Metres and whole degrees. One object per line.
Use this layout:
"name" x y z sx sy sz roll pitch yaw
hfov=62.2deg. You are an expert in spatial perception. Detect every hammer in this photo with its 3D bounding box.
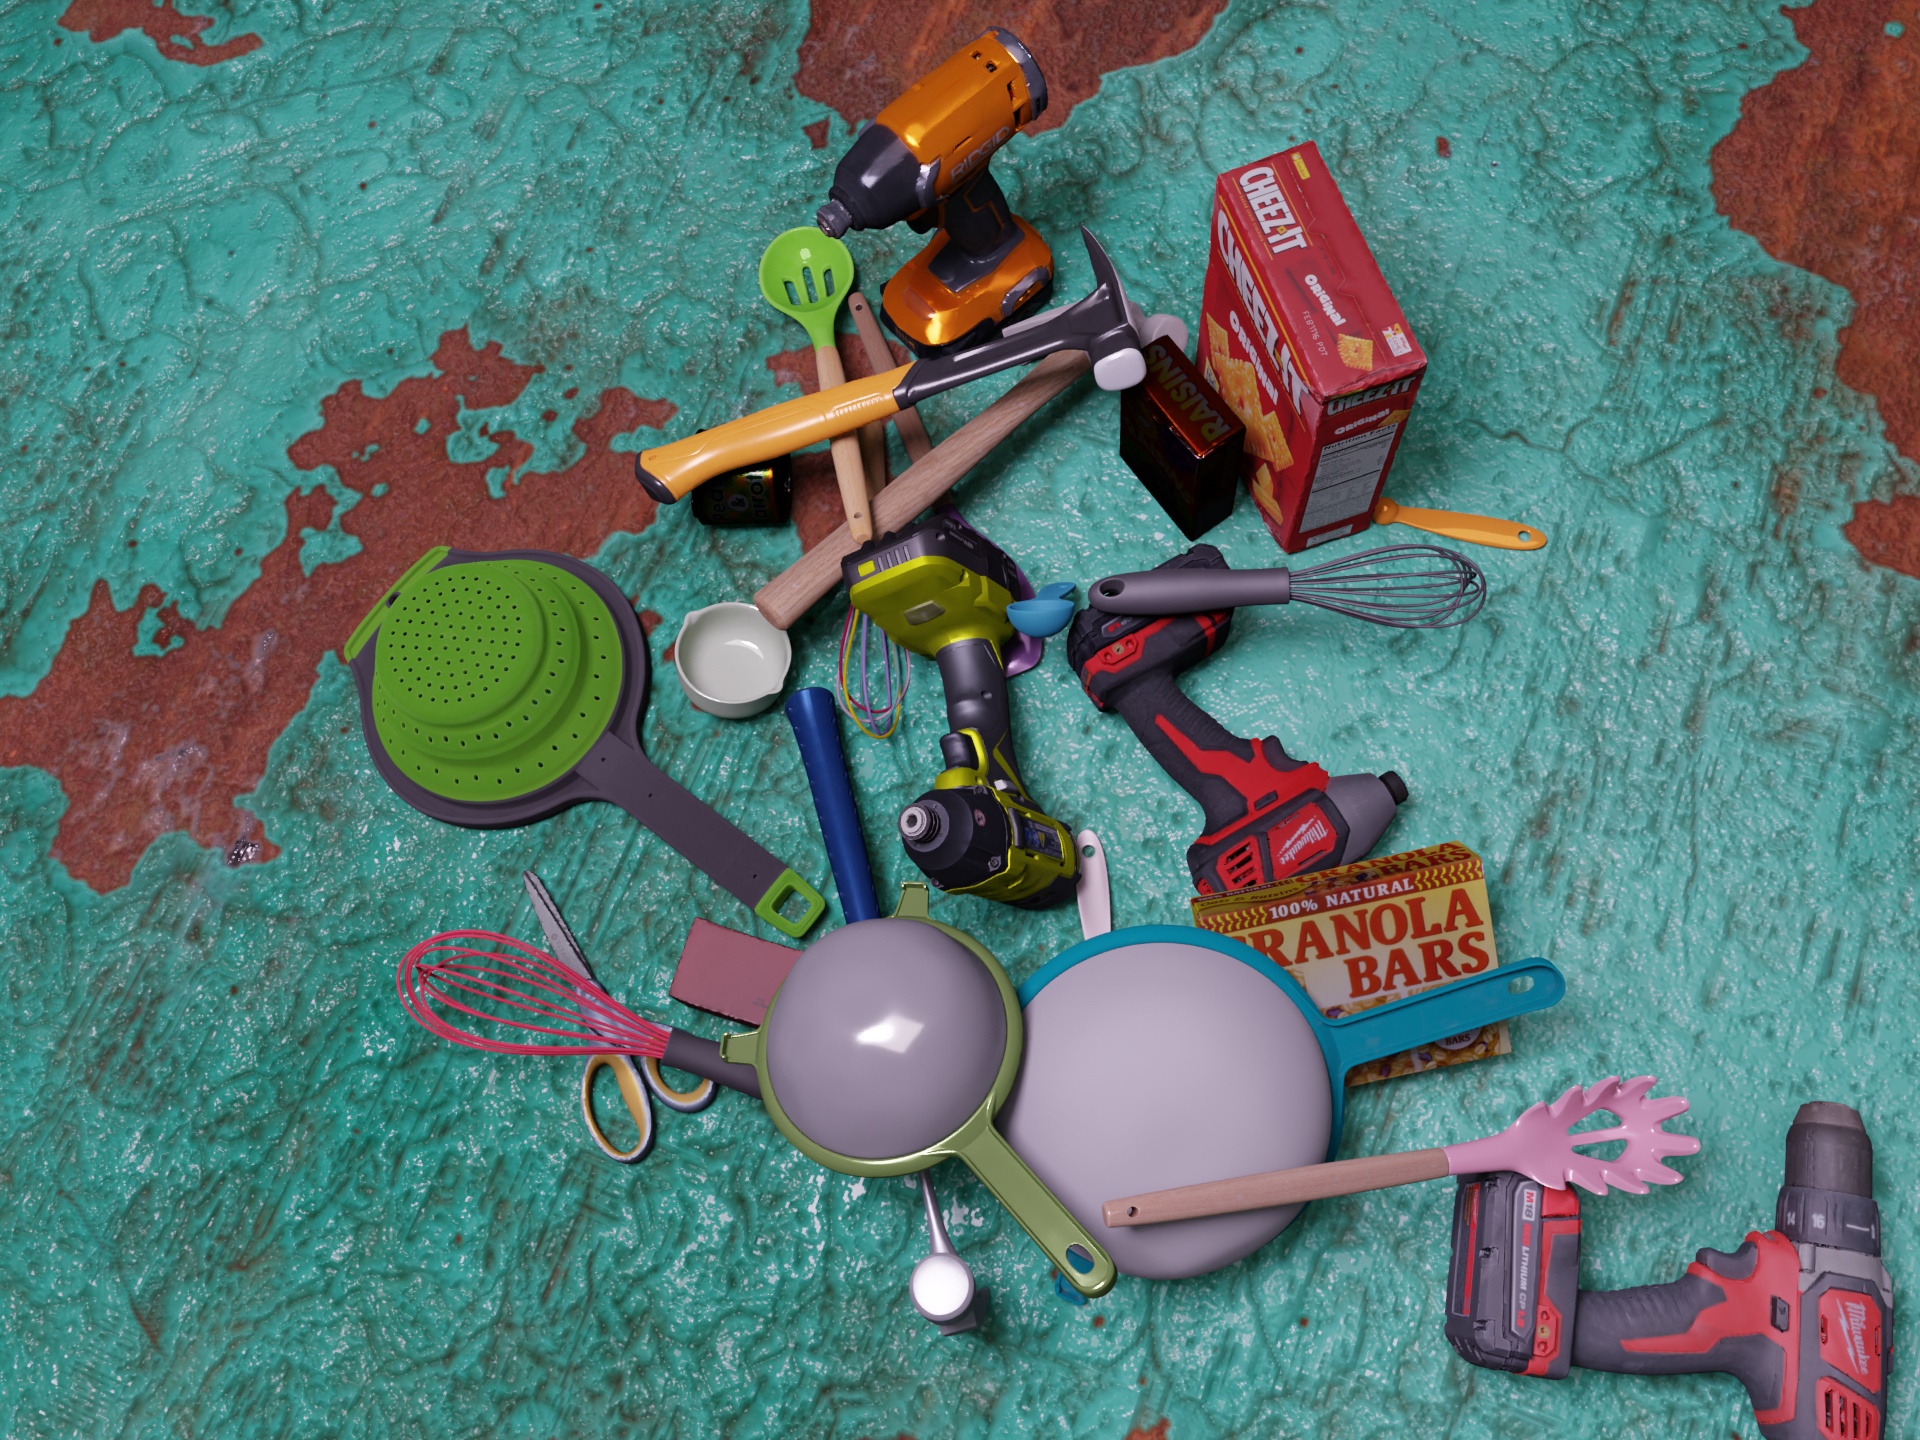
"hammer" -0.053 -0.215 1.025 0.337 0.034 0.127 -17 52 10
"hammer" -0.049 0.163 0.960 0.035 0.144 0.406 -15 62 -2
"hammer" -0.006 -0.175 1.057 0.331 0.031 0.130 -42 38 -13

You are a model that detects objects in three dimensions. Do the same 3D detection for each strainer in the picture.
"strainer" -0.013 0.192 0.826 0.151 0.069 0.257 -39 56 -13
"strainer" 0.173 0.205 0.870 0.340 0.095 0.211 -20 97 7

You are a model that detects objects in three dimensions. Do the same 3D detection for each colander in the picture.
"colander" -0.252 0.008 1.031 0.397 0.094 0.204 35 78 16

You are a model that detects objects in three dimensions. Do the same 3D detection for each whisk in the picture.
"whisk" -0.196 0.191 0.964 0.296 0.073 0.073 18 74 -4
"whisk" 0.197 -0.078 0.964 0.239 0.055 0.055 -2 71 7
"whisk" -0.061 -0.102 1.073 0.047 0.051 0.245 6 64 -20

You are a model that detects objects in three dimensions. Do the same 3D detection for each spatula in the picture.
"spatula" -0.018 -0.170 1.108 0.060 0.018 0.316 -24 72 3

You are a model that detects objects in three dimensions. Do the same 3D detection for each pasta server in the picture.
"pasta server" 0.229 0.233 0.828 0.316 0.040 0.060 -6 74 -10

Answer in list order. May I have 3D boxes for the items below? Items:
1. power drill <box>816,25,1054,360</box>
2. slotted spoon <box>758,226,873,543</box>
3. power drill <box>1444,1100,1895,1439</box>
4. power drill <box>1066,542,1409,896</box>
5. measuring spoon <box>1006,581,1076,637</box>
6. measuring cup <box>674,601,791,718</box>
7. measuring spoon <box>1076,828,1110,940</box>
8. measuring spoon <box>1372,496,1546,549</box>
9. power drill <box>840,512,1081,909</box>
"power drill" -0.015 -0.326 1.050 0.164 0.226 0.084 -41 72 -8
"slotted spoon" -0.090 -0.234 1.090 0.070 0.031 0.314 -14 52 1
"power drill" 0.396 0.292 0.880 0.226 0.080 0.188 9 73 6
"power drill" 0.172 0.007 1.001 0.143 0.078 0.220 -29 74 -4
"measuring spoon" 0.059 -0.071 1.022 0.042 0.128 0.021 0 103 13
"measuring cup" -0.124 -0.066 1.081 0.083 0.038 0.167 39 62 11
"measuring spoon" 0.086 0.128 1.001 0.034 0.018 0.124 -6 64 4
"measuring spoon" 0.333 -0.132 1.063 0.117 0.011 0.021 13 73 10
"power drill" -0.002 -0.003 0.967 0.080 0.171 0.223 -21 68 23
